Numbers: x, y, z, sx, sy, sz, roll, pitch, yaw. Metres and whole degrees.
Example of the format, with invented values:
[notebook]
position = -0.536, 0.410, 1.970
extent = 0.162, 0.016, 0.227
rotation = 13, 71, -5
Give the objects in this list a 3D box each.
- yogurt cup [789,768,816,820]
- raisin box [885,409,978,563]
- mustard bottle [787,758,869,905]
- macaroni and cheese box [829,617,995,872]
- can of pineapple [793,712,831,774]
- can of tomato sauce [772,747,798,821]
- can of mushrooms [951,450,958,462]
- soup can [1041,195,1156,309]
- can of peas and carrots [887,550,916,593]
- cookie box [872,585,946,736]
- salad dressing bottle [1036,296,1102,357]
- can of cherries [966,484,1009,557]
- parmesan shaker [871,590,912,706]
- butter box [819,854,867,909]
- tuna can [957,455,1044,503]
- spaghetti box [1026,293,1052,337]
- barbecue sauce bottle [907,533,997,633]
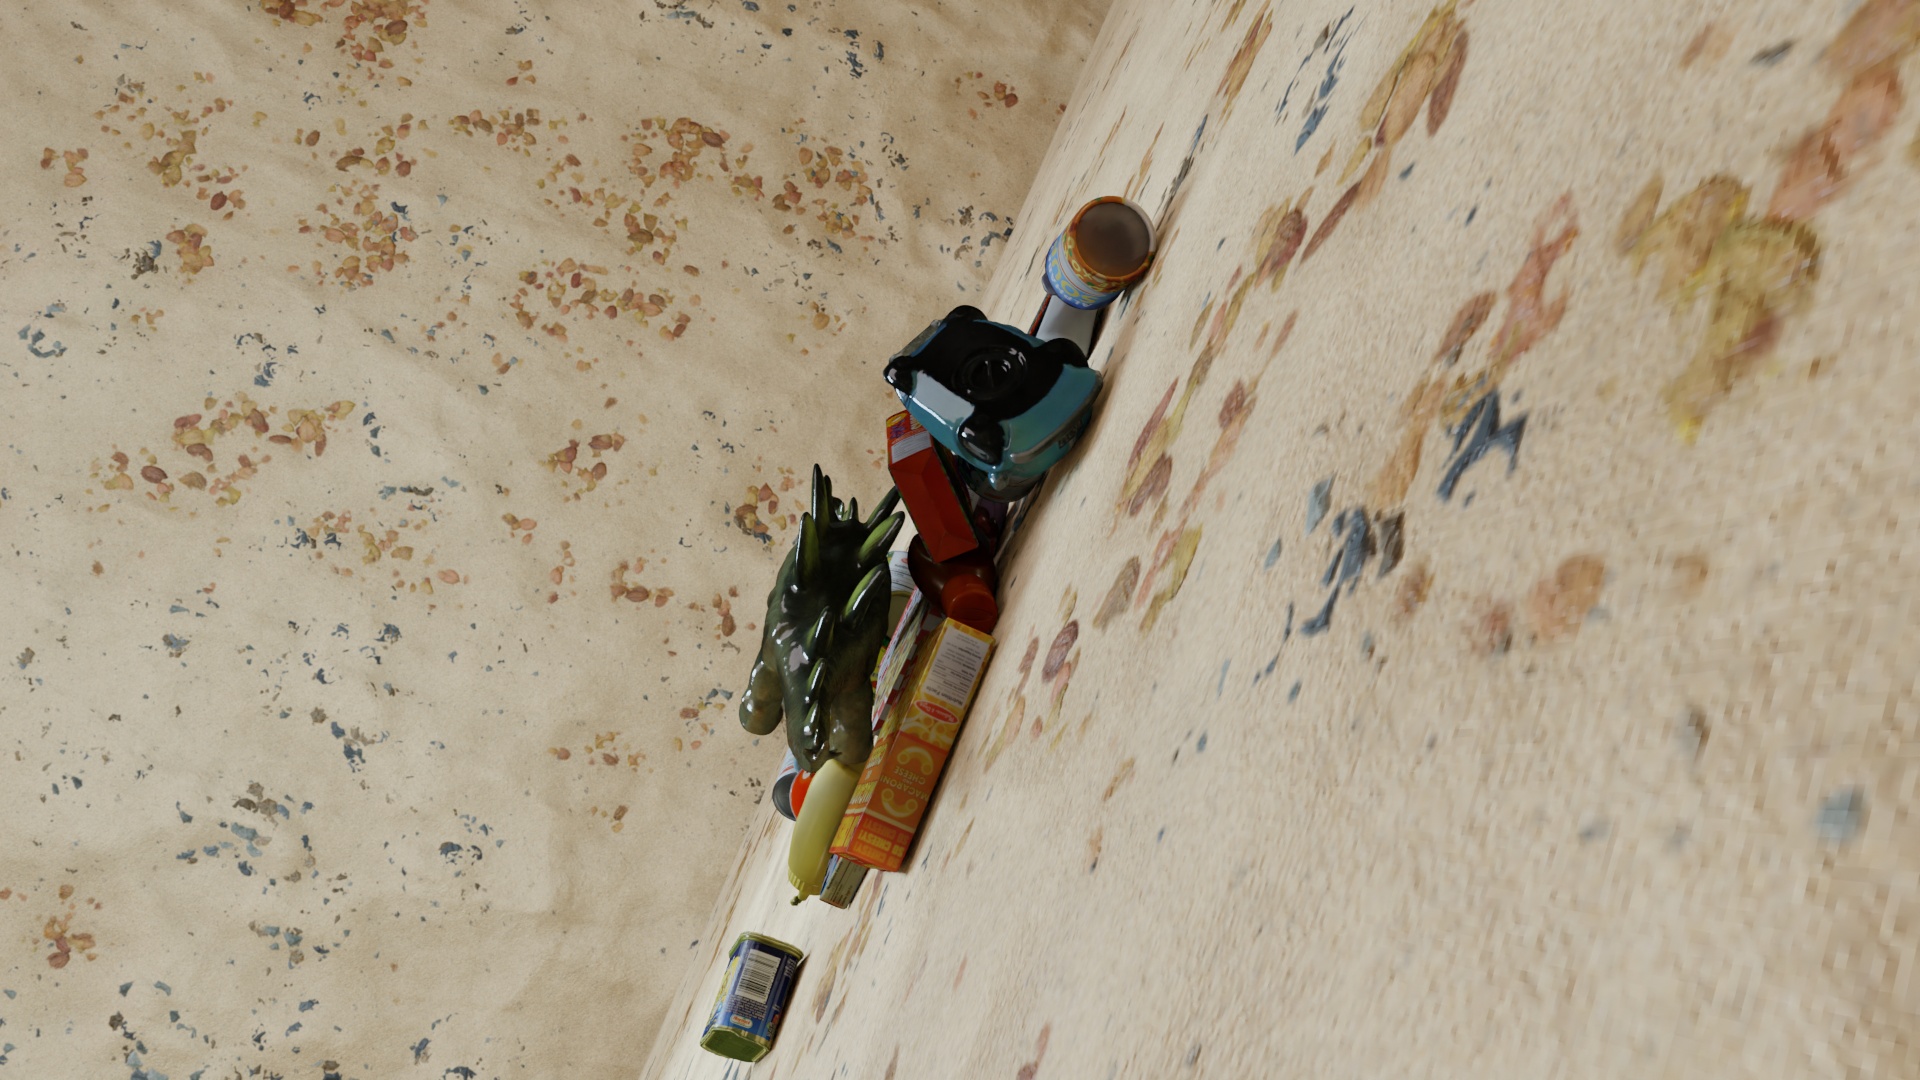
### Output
[yogurt cup]
position = -0.111, 0.222, 1.221
extent = 0.053, 0.072, 0.073
rotation = -40, 25, 59
[raisin box]
position = -0.023, -0.047, 1.053
extent = 0.040, 0.086, 0.124
rotation = -24, 21, 5
[mustard bottle]
position = -0.107, 0.241, 1.139
extent = 0.065, 0.049, 0.159
rotation = -14, -47, -54
[macaroni and cheese box]
position = -0.035, 0.144, 0.958
extent = 0.123, 0.040, 0.167
rotation = 131, 163, -73
[can of pineapple]
position = -0.132, 0.214, 1.427
extent = 0.070, 0.071, 0.058
rotation = 120, 171, -46
[can of tomato sauce]
position = -0.170, 0.269, 1.566
extent = 0.083, 0.071, 0.071
rotation = -78, 13, -66
[can of mushrooms]
position = 0.026, -0.073, 1.191
extent = 0.071, 0.071, 0.033
rotation = 134, 160, -73
[soup can]
position = 0.102, -0.214, 1.043
extent = 0.083, 0.071, 0.071
rotation = 152, 142, -80
[can of peas and carrots]
position = -0.051, 0.051, 1.377
extent = 0.070, 0.071, 0.059
rotation = 130, 163, -70
[cookie box]
position = -0.029, 0.085, 1.162
extent = 0.168, 0.040, 0.122
rotation = -95, 29, -76
[salad dressing bottle]
position = 0.099, -0.201, 1.161
extent = 0.064, 0.044, 0.148
rotation = 118, 174, -51
[can of cherries]
position = 0.004, -0.014, 1.155
extent = 0.059, 0.071, 0.071
rotation = -73, 9, -45
[parmesan shaker]
position = -0.072, 0.102, 1.314
extent = 0.102, 0.071, 0.072
rotation = 121, 172, -46
[butter box]
position = -0.076, 0.227, 1.068
extent = 0.053, 0.024, 0.103
rotation = -81, 16, -68
[tuna can]
position = 0.034, -0.067, 1.069
extent = 0.032, 0.071, 0.071
rotation = 129, 165, -63
[spaghetti box]
position = 0.060, -0.162, 1.418
extent = 0.050, 0.029, 0.248
rotation = -75, 11, -60
[barbecue sauce bottle]
position = -0.002, 0.031, 1.038
extent = 0.149, 0.065, 0.043
rotation = -117, 35, -72
